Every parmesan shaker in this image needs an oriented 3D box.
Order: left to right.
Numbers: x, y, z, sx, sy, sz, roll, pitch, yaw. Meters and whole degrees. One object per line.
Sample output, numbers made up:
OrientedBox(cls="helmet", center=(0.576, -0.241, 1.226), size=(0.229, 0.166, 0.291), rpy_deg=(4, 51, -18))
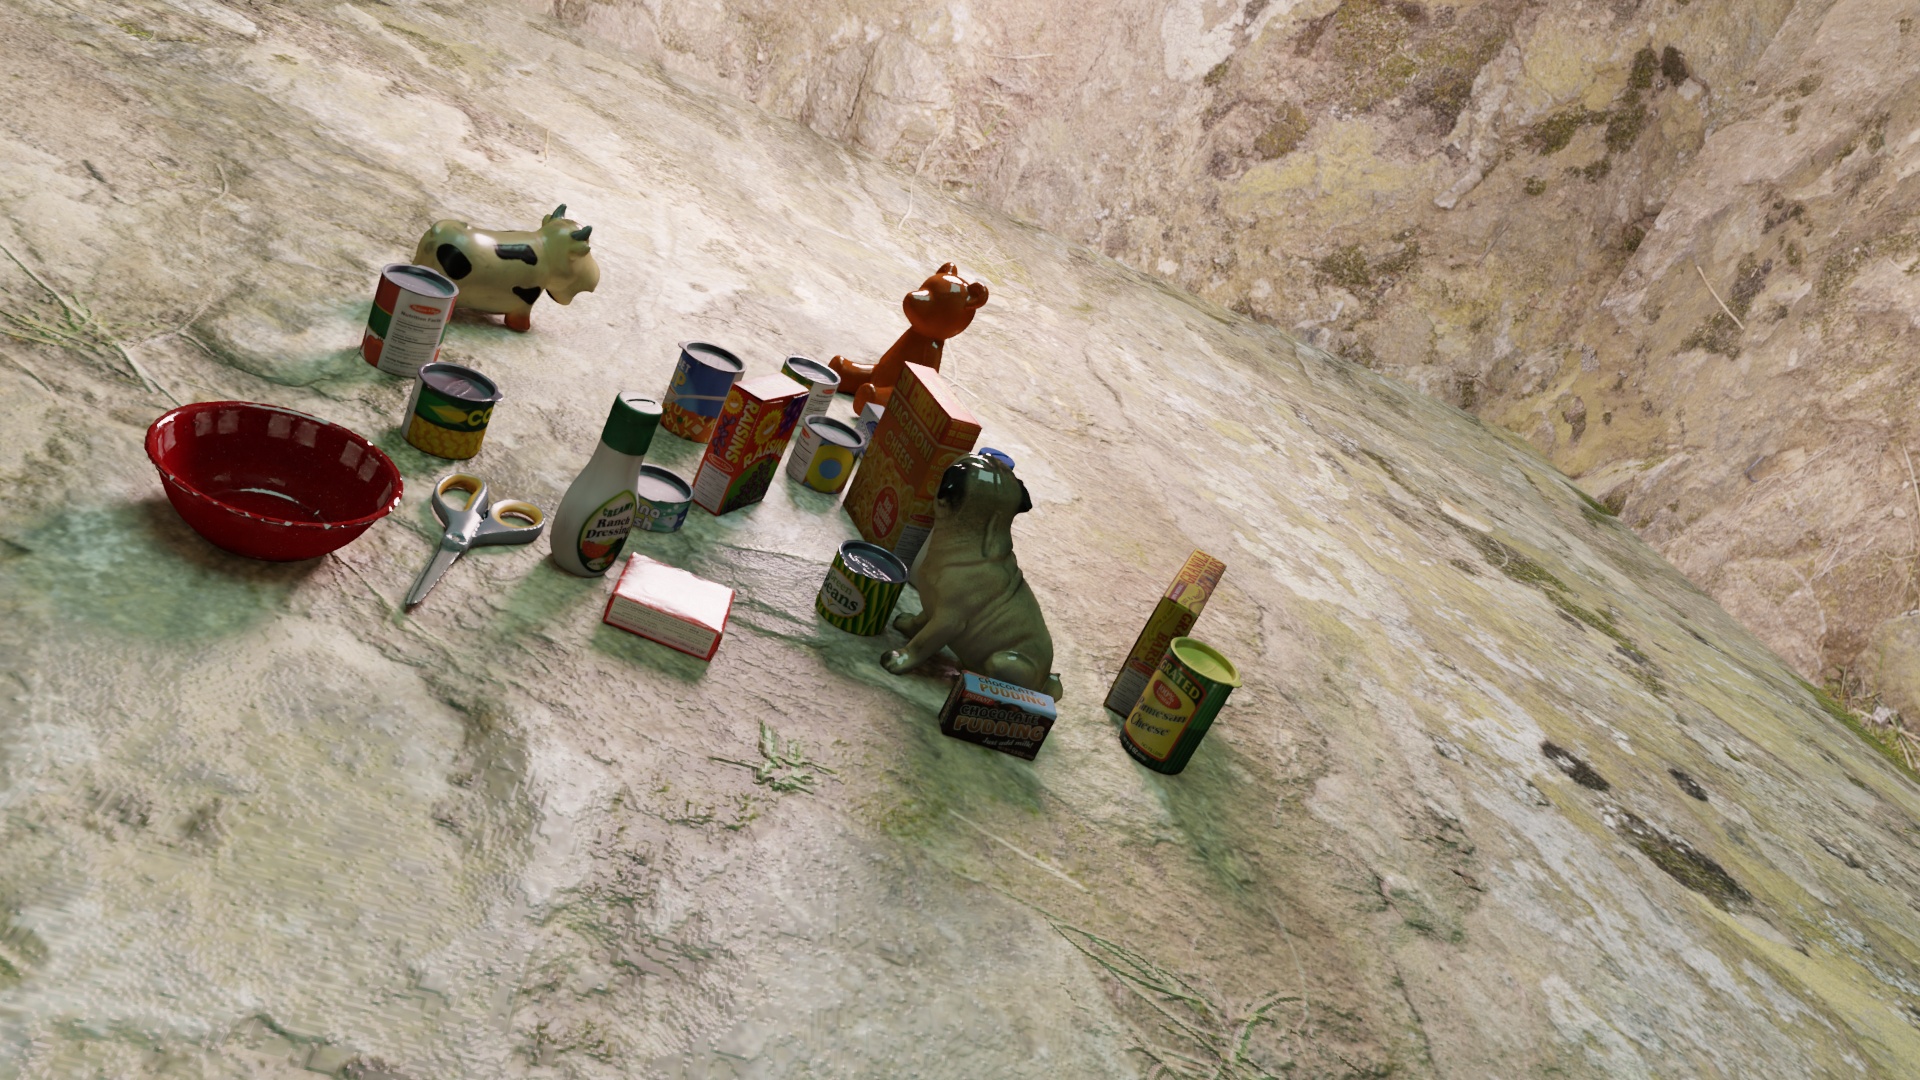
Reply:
OrientedBox(cls="parmesan shaker", center=(0.192, 0.146, 1.210), size=(0.071, 0.102, 0.071), rpy_deg=(22, 22, -10))

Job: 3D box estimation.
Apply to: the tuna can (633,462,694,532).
OrientedBox(cls="tuna can", center=(-0.269, -0.036, 1.209), size=(0.071, 0.032, 0.071), rpy_deg=(22, 22, -10))

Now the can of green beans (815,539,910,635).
OrientedBox(cls="can of green beans", center=(-0.085, 0.041, 1.203), size=(0.071, 0.057, 0.071), rpy_deg=(22, 22, -10))

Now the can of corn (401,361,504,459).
OrientedBox(cls="can of corn", center=(-0.426, -0.108, 1.164), size=(0.071, 0.058, 0.071), rpy_deg=(22, 22, -10))

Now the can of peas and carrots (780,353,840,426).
OrientedBox(cls="can of peas and carrots", center=(-0.178, -0.169, 1.564), size=(0.071, 0.058, 0.071), rpy_deg=(22, 22, -10))

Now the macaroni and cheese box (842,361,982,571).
OrientedBox(cls="macaroni and cheese box", center=(-0.049, -0.071, 1.346), size=(0.040, 0.165, 0.124), rpy_deg=(11, 26, -32))

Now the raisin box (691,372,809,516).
OrientedBox(cls="raisin box", center=(-0.196, -0.090, 1.286), size=(0.040, 0.123, 0.086), rpy_deg=(32, 23, 15))

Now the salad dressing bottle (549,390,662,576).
OrientedBox(cls="salad dressing bottle", center=(-0.271, -0.044, 1.071), size=(0.044, 0.147, 0.064), rpy_deg=(38, 24, 26))

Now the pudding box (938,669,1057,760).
OrientedBox(cls="pudding box", center=(0.031, 0.140, 1.120), size=(0.084, 0.049, 0.030), rpy_deg=(19, 23, -17))

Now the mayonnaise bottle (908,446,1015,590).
OrientedBox(cls="mayonnaise bottle", center=(0.005, -0.016, 1.307), size=(0.065, 0.147, 0.041), rpy_deg=(-1, 34, -49))

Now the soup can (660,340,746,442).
OrientedBox(cls="soup can", center=(-0.263, -0.151, 1.400), size=(0.071, 0.083, 0.071), rpy_deg=(22, 22, -10))

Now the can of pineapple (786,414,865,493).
OrientedBox(cls="can of pineapple", center=(-0.138, -0.088, 1.431), size=(0.071, 0.057, 0.071), rpy_deg=(22, 22, -10))

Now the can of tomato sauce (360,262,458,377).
OrientedBox(cls="can of tomato sauce", center=(-0.499, -0.199, 1.255), size=(0.071, 0.082, 0.071), rpy_deg=(22, 22, -10))

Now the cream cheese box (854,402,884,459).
OrientedBox(cls="cream cheese box", center=(-0.086, -0.104, 1.526), size=(0.024, 0.053, 0.104), rpy_deg=(11, 27, -33))

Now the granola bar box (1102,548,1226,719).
OrientedBox(cls="granola bar box", center=(0.195, 0.087, 1.317), size=(0.039, 0.123, 0.166), rpy_deg=(30, 22, 10))
